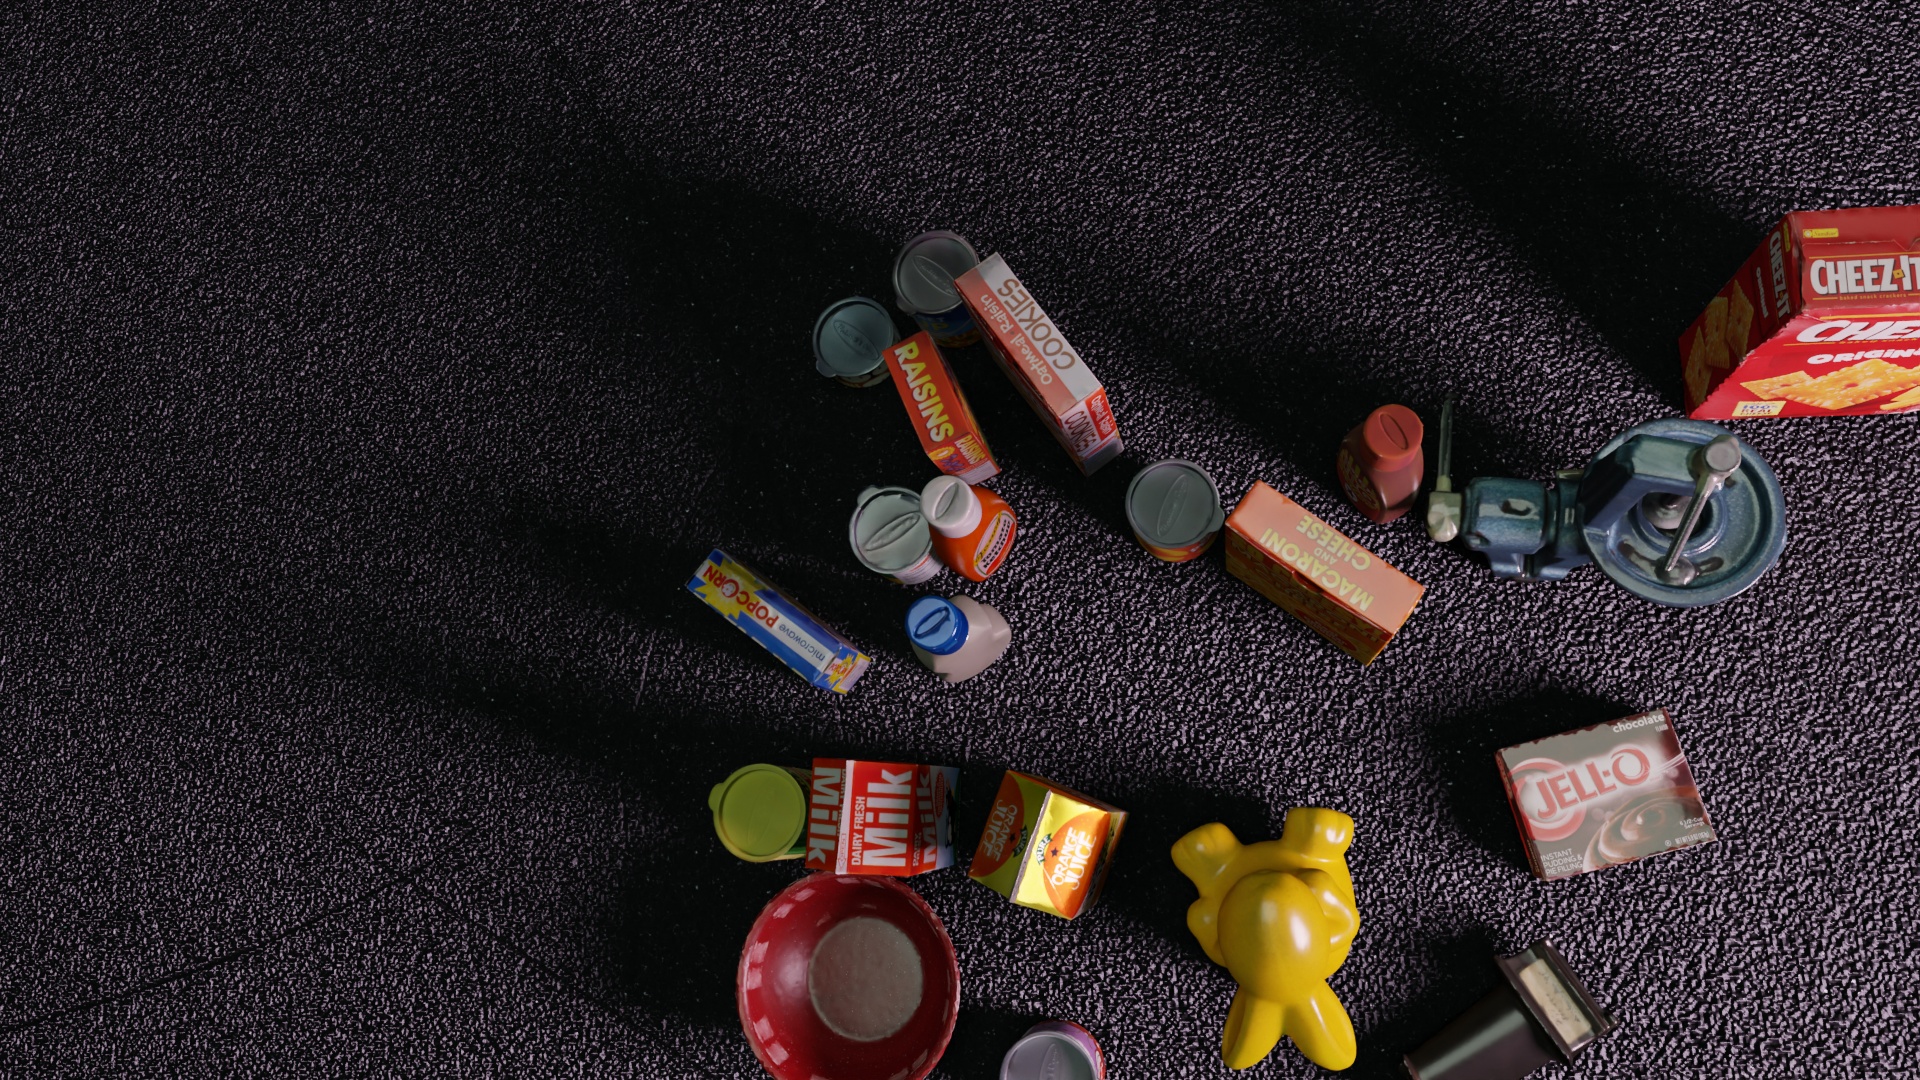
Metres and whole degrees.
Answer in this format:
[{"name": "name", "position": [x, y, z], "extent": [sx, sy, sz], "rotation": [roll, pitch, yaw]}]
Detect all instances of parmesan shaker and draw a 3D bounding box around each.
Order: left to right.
[{"name": "parmesan shaker", "position": [-0.130, 0.194, 0.998], "extent": [0.071, 0.103, 0.071], "rotation": [-2, 79, 11]}]

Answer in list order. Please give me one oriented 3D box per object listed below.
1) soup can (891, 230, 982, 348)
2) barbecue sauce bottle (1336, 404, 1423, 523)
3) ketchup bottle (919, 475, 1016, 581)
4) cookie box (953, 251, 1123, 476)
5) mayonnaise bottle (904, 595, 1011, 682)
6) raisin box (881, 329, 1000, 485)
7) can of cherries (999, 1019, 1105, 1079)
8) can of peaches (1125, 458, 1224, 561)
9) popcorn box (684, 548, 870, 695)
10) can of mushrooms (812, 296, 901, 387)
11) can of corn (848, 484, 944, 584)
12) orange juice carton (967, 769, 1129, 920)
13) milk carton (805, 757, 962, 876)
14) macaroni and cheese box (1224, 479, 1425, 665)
[{"name": "soup can", "position": [-0.013, -0.189, 1.065], "extent": [0.071, 0.083, 0.071], "rotation": [-2, 78, 11]}, {"name": "barbecue sauce bottle", "position": [0.287, -0.055, 0.943], "extent": [0.043, 0.148, 0.065], "rotation": [-31, 75, 4]}, {"name": "ketchup bottle", "position": [0.004, -0.012, 0.991], "extent": [0.043, 0.148, 0.065], "rotation": [28, 86, 15]}, {"name": "cookie box", "position": [0.058, -0.120, 0.993], "extent": [0.040, 0.167, 0.123], "rotation": [-37, 74, 3]}, {"name": "mayonnaise bottle", "position": [-0.005, 0.066, 0.976], "extent": [0.065, 0.148, 0.041], "rotation": [-39, 74, 2]}, {"name": "raisin box", "position": [-0.012, -0.093, 1.024], "extent": [0.040, 0.123, 0.086], "rotation": [-24, 75, 6]}, {"name": "can of cherries", "position": [0.066, 0.366, 0.947], "extent": [0.071, 0.058, 0.071], "rotation": [-2, 78, 11]}, {"name": "can of peaches", "position": [0.157, -0.020, 1.009], "extent": [0.071, 0.058, 0.071], "rotation": [-2, 78, 11]}, {"name": "popcorn box", "position": [-0.134, 0.062, 1.036], "extent": [0.127, 0.085, 0.038], "rotation": [35, 88, 16]}, {"name": "can of mushrooms", "position": [-0.083, -0.154, 1.097], "extent": [0.071, 0.033, 0.071], "rotation": [-2, 78, 11]}, {"name": "can of corn", "position": [-0.046, -0.005, 1.046], "extent": [0.071, 0.058, 0.071], "rotation": [-2, 78, 11]}, {"name": "orange juice carton", "position": [0.059, 0.198, 0.913], "extent": [0.073, 0.192, 0.072], "rotation": [20, 84, 14]}, {"name": "milk carton", "position": [-0.053, 0.186, 0.939], "extent": [0.073, 0.190, 0.072], "rotation": [1, 79, 12]}, {"name": "macaroni and cheese box", "position": [0.237, 0.026, 0.927], "extent": [0.124, 0.166, 0.040], "rotation": [36, 88, 16]}]
